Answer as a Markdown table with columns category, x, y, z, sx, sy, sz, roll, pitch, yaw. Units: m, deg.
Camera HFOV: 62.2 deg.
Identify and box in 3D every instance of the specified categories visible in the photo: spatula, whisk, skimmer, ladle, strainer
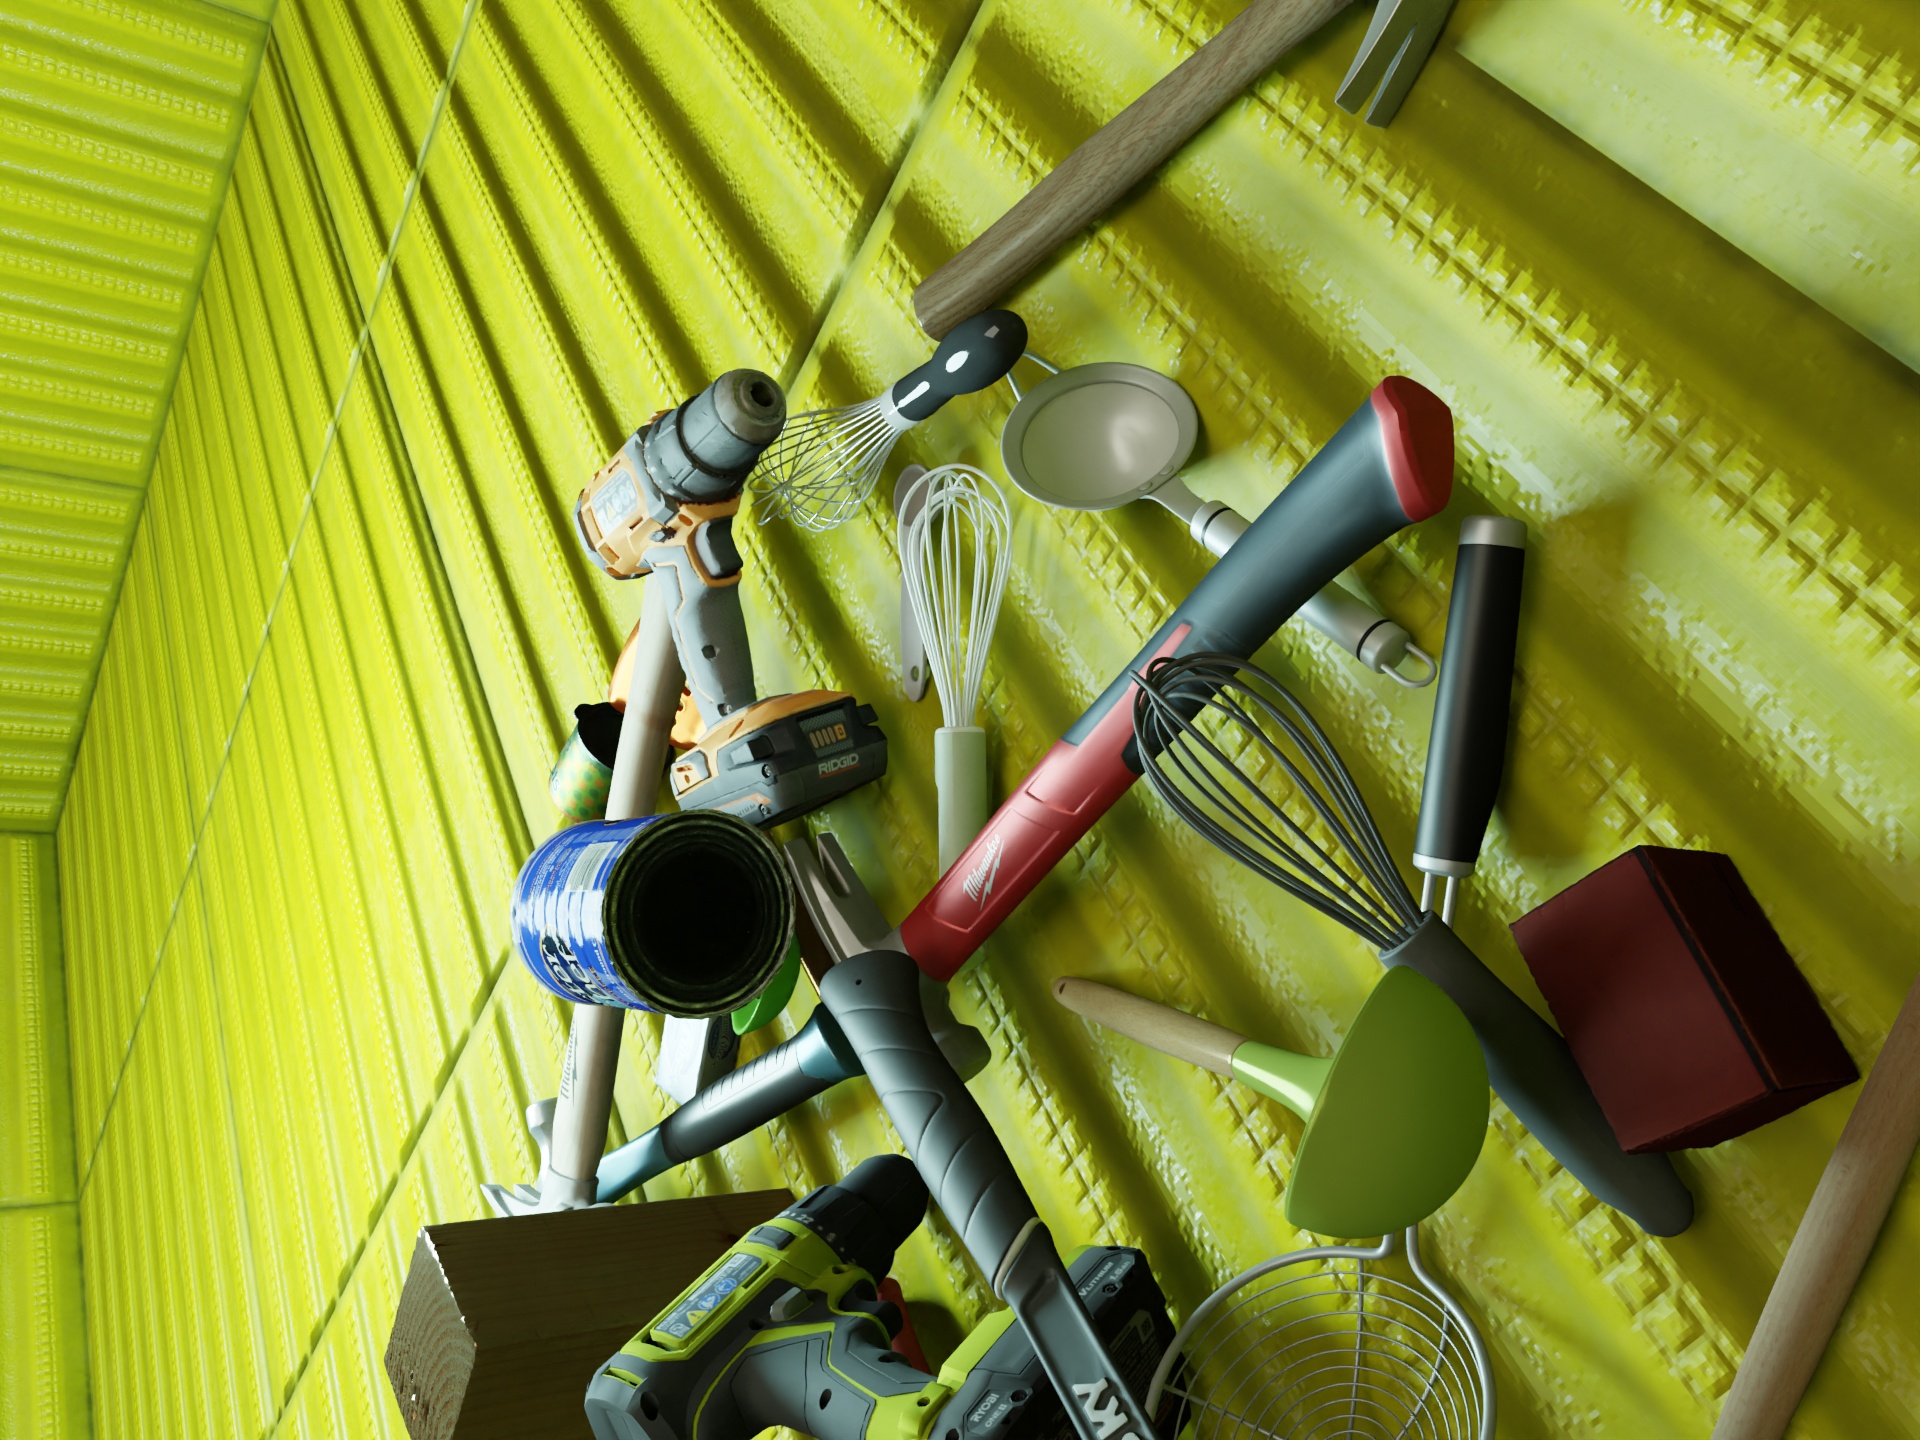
| category | x | y | z | sx | sy | sz | roll | pitch | yaw |
| --- | --- | --- | --- | --- | --- | --- | --- | --- | --- |
| spatula | 0.234 | 0.194 | 0.457 | 0.060 | 0.018 | 0.316 | 31 | 110 | 49 |
| spatula | -0.133 | 0.060 | 0.937 | 0.081 | 0.041 | 0.323 | -58 | 45 | 28 |
| whisk | -0.040 | -0.150 | 0.798 | 0.284 | 0.070 | 0.070 | -16 | 72 | 62 |
| skimmer | 0.137 | 0.107 | 0.535 | 0.127 | 0.090 | 0.363 | 10 | 92 | 53 |
| whisk | -0.001 | -0.002 | 0.772 | 0.059 | 0.057 | 0.246 | -2 | 87 | 18 |
| ladle | 0.080 | 0.110 | 0.559 | 0.078 | 0.062 | 0.320 | -63 | 13 | -9 |
| whisk | 0.138 | 0.068 | 0.494 | 0.239 | 0.055 | 0.055 | 47 | 128 | 4 |
| strainer | 0.099 | -0.082 | 0.657 | 0.087 | 0.050 | 0.259 | -36 | 49 | -11 |

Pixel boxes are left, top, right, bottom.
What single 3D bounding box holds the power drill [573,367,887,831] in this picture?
| category | x | y | z | sx | sy | sz | roll | pitch | yaw |
| --- | --- | --- | --- | --- | --- | --- | --- | --- | --- |
| power drill | -0.118 | -0.061 | 0.846 | 0.185 | 0.084 | 0.226 | -27 | 83 | 51 |

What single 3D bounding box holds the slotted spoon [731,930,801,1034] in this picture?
| category | x | y | z | sx | sy | sz | roll | pitch | yaw |
| --- | --- | --- | --- | --- | --- | --- | --- | --- | --- |
| slotted spoon | -0.158 | 0.111 | 0.946 | 0.314 | 0.031 | 0.070 | 23 | 93 | 60 |

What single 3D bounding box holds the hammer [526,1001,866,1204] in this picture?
| category | x | y | z | sx | sy | sz | roll | pitch | yaw |
| --- | --- | --- | --- | --- | --- | --- | --- | --- | --- |
| hammer | -0.157 | 0.234 | 0.910 | 0.331 | 0.033 | 0.128 | -37 | 61 | 40 |

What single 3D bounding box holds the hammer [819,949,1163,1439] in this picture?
| category | x | y | z | sx | sy | sz | roll | pitch | yaw |
| --- | --- | --- | --- | --- | --- | --- | --- | --- | --- |
| hammer | 0.026 | 0.205 | 0.552 | 0.149 | 0.036 | 0.409 | -38 | 35 | -2 |

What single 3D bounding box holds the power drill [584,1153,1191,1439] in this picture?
| category | x | y | z | sx | sy | sz | roll | pitch | yaw |
| --- | --- | --- | --- | --- | --- | --- | --- | --- | --- |
| power drill | -0.023 | 0.261 | 0.673 | 0.228 | 0.190 | 0.080 | -4 | 111 | 42 |

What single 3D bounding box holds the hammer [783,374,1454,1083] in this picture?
| category | x | y | z | sx | sy | sz | roll | pitch | yaw |
| --- | --- | --- | --- | --- | --- | --- | --- | --- | --- |
| hammer | 0.050 | 0.001 | 0.654 | 0.143 | 0.038 | 0.386 | 56 | 130 | 21 |

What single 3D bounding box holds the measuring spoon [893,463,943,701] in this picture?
| category | x | y | z | sx | sy | sz | roll | pitch | yaw |
| --- | --- | --- | --- | --- | --- | --- | --- | --- | --- |
| measuring spoon | -0.019 | -0.072 | 0.835 | 0.034 | 0.018 | 0.124 | 4 | 95 | 53 |

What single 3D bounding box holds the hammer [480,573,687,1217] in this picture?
| category | x | y | z | sx | sy | sz | roll | pitch | yaw |
| --- | --- | --- | --- | --- | --- | --- | --- | --- | --- |
| hammer | -0.210 | 0.104 | 0.951 | 0.146 | 0.038 | 0.411 | 0 | 79 | 51 |

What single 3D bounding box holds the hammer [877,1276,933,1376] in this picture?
| category | x | y | z | sx | sy | sz | roll | pitch | yaw |
| --- | --- | --- | --- | --- | --- | --- | --- | --- | --- |
| hammer | 0.015 | 0.356 | 0.646 | 0.359 | 0.036 | 0.149 | 35 | 107 | 60 |

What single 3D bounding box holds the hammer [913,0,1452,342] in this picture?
| category | x | y | z | sx | sy | sz | roll | pitch | yaw |
| --- | --- | --- | --- | --- | --- | --- | --- | --- | --- |
| hammer | 0.084 | -0.261 | 0.711 | 0.331 | 0.031 | 0.130 | -28 | 63 | 48 |
